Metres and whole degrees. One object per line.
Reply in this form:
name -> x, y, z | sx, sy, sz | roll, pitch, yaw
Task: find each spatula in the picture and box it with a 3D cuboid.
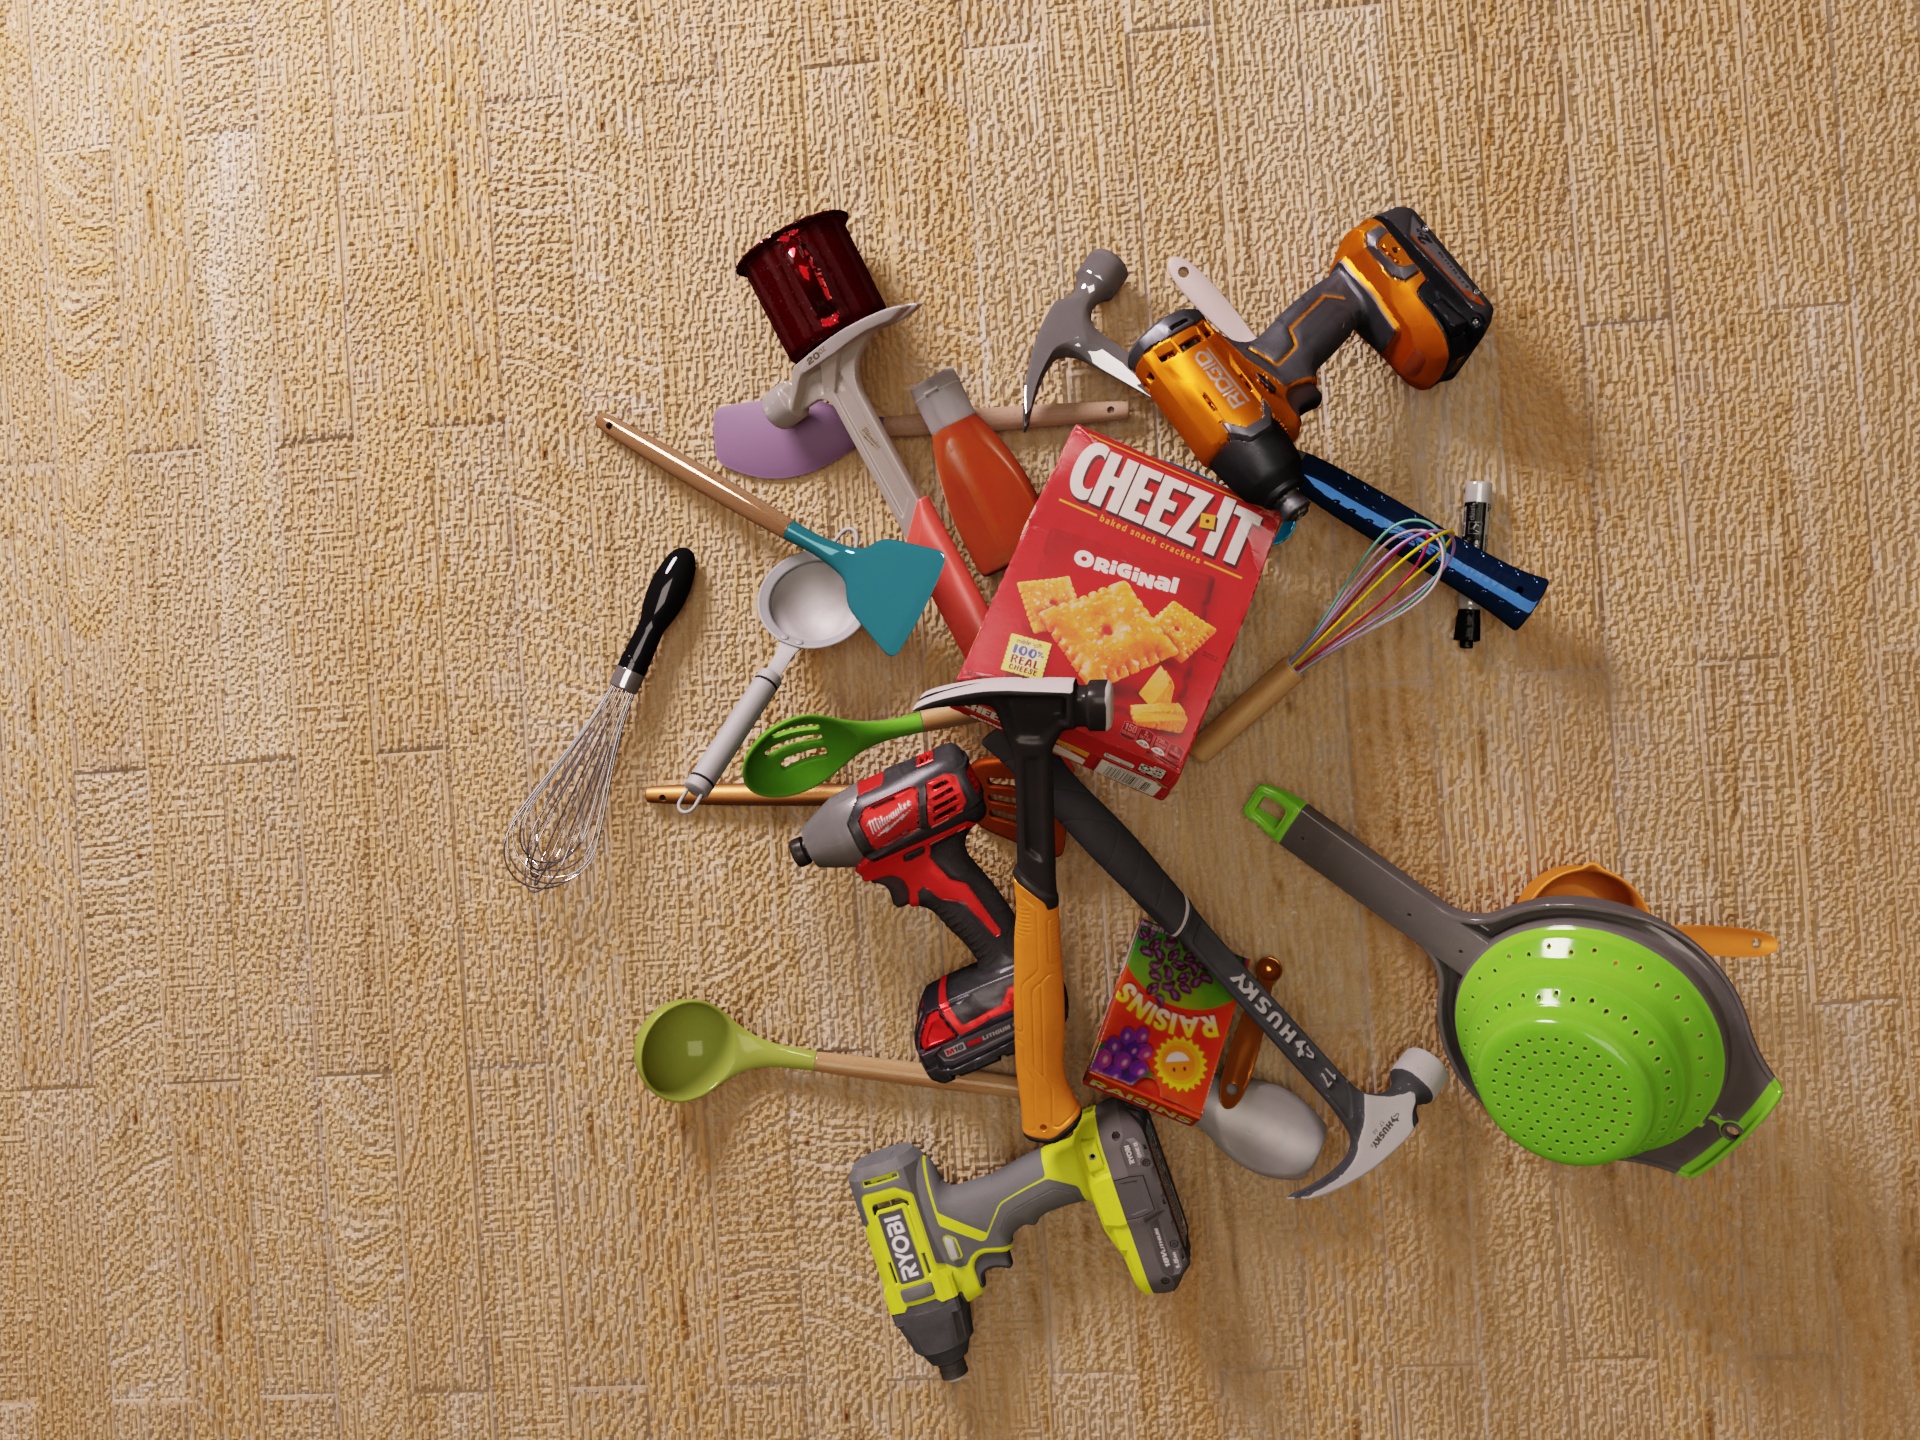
spatula -> -0.031, -0.220, 1.197 | 0.316, 0.018, 0.060 | -3, 95, 7
spatula -> -0.150, -0.155, 1.172 | 0.318, 0.044, 0.082 | 31, 100, 16
spatula -> -0.081, 0.058, 1.189 | 0.322, 0.041, 0.081 | 0, 111, 7

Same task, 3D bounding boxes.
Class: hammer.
hammer -> 0.163, 0.155, 1.114 | 0.409, 0.036, 0.149 | 47, 64, 0
hammer -> -0.007, -0.116, 1.155 | 0.149, 0.037, 0.359 | -26, 95, 35
hammer -> 0.043, 0.133, 1.067 | 0.127, 0.034, 0.336 | 0, 109, 10
hammer -> 0.229, -0.182, 1.142 | 0.405, 0.035, 0.144 | 32, 80, 7

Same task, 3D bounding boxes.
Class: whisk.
whisk -> 0.250, -0.053, 1.121 | 0.051, 0.047, 0.245 | 43, 115, -6
whisk -> -0.265, -0.001, 1.201 | 0.070, 0.070, 0.284 | 24, 87, 5

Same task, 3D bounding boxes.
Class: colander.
colander -> 0.349, 0.181, 1.087 | 0.397, 0.094, 0.204 | 36, 126, 16

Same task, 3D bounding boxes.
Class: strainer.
strainer -> -0.137, -0.034, 1.155 | 0.087, 0.050, 0.258 | 21, 60, 15

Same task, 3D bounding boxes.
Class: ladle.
ladle -> -0.083, 0.260, 1.182 | 0.320, 0.062, 0.078 | 7, 93, 3

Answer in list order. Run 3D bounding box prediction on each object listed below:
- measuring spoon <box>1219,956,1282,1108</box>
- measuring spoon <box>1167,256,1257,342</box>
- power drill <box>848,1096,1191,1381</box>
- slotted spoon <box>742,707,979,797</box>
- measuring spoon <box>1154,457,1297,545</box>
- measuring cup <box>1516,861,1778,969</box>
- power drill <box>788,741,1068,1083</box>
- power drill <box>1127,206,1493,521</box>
measuring spoon -> 0.209, 0.227, 1.155 | 0.021, 0.011, 0.117 | 19, 70, 8
measuring spoon -> 0.197, -0.298, 1.174 | 0.034, 0.018, 0.124 | -42, 85, 4
power drill -> 0.047, 0.375, 1.159 | 0.223, 0.080, 0.171 | -19, 88, 9
slotted spoon -> -0.002, -0.004, 1.127 | 0.313, 0.031, 0.070 | -13, 133, -3
measuring spoon -> 0.188, -0.165, 1.179 | 0.129, 0.021, 0.042 | 25, 89, 14
measuring cup -> 0.481, 0.149, 1.128 | 0.173, 0.052, 0.095 | 4, 90, 4
power drill -> -0.021, 0.138, 1.138 | 0.143, 0.078, 0.219 | -24, 102, 5
power drill -> 0.251, -0.242, 1.100 | 0.226, 0.084, 0.164 | -30, 76, -13
